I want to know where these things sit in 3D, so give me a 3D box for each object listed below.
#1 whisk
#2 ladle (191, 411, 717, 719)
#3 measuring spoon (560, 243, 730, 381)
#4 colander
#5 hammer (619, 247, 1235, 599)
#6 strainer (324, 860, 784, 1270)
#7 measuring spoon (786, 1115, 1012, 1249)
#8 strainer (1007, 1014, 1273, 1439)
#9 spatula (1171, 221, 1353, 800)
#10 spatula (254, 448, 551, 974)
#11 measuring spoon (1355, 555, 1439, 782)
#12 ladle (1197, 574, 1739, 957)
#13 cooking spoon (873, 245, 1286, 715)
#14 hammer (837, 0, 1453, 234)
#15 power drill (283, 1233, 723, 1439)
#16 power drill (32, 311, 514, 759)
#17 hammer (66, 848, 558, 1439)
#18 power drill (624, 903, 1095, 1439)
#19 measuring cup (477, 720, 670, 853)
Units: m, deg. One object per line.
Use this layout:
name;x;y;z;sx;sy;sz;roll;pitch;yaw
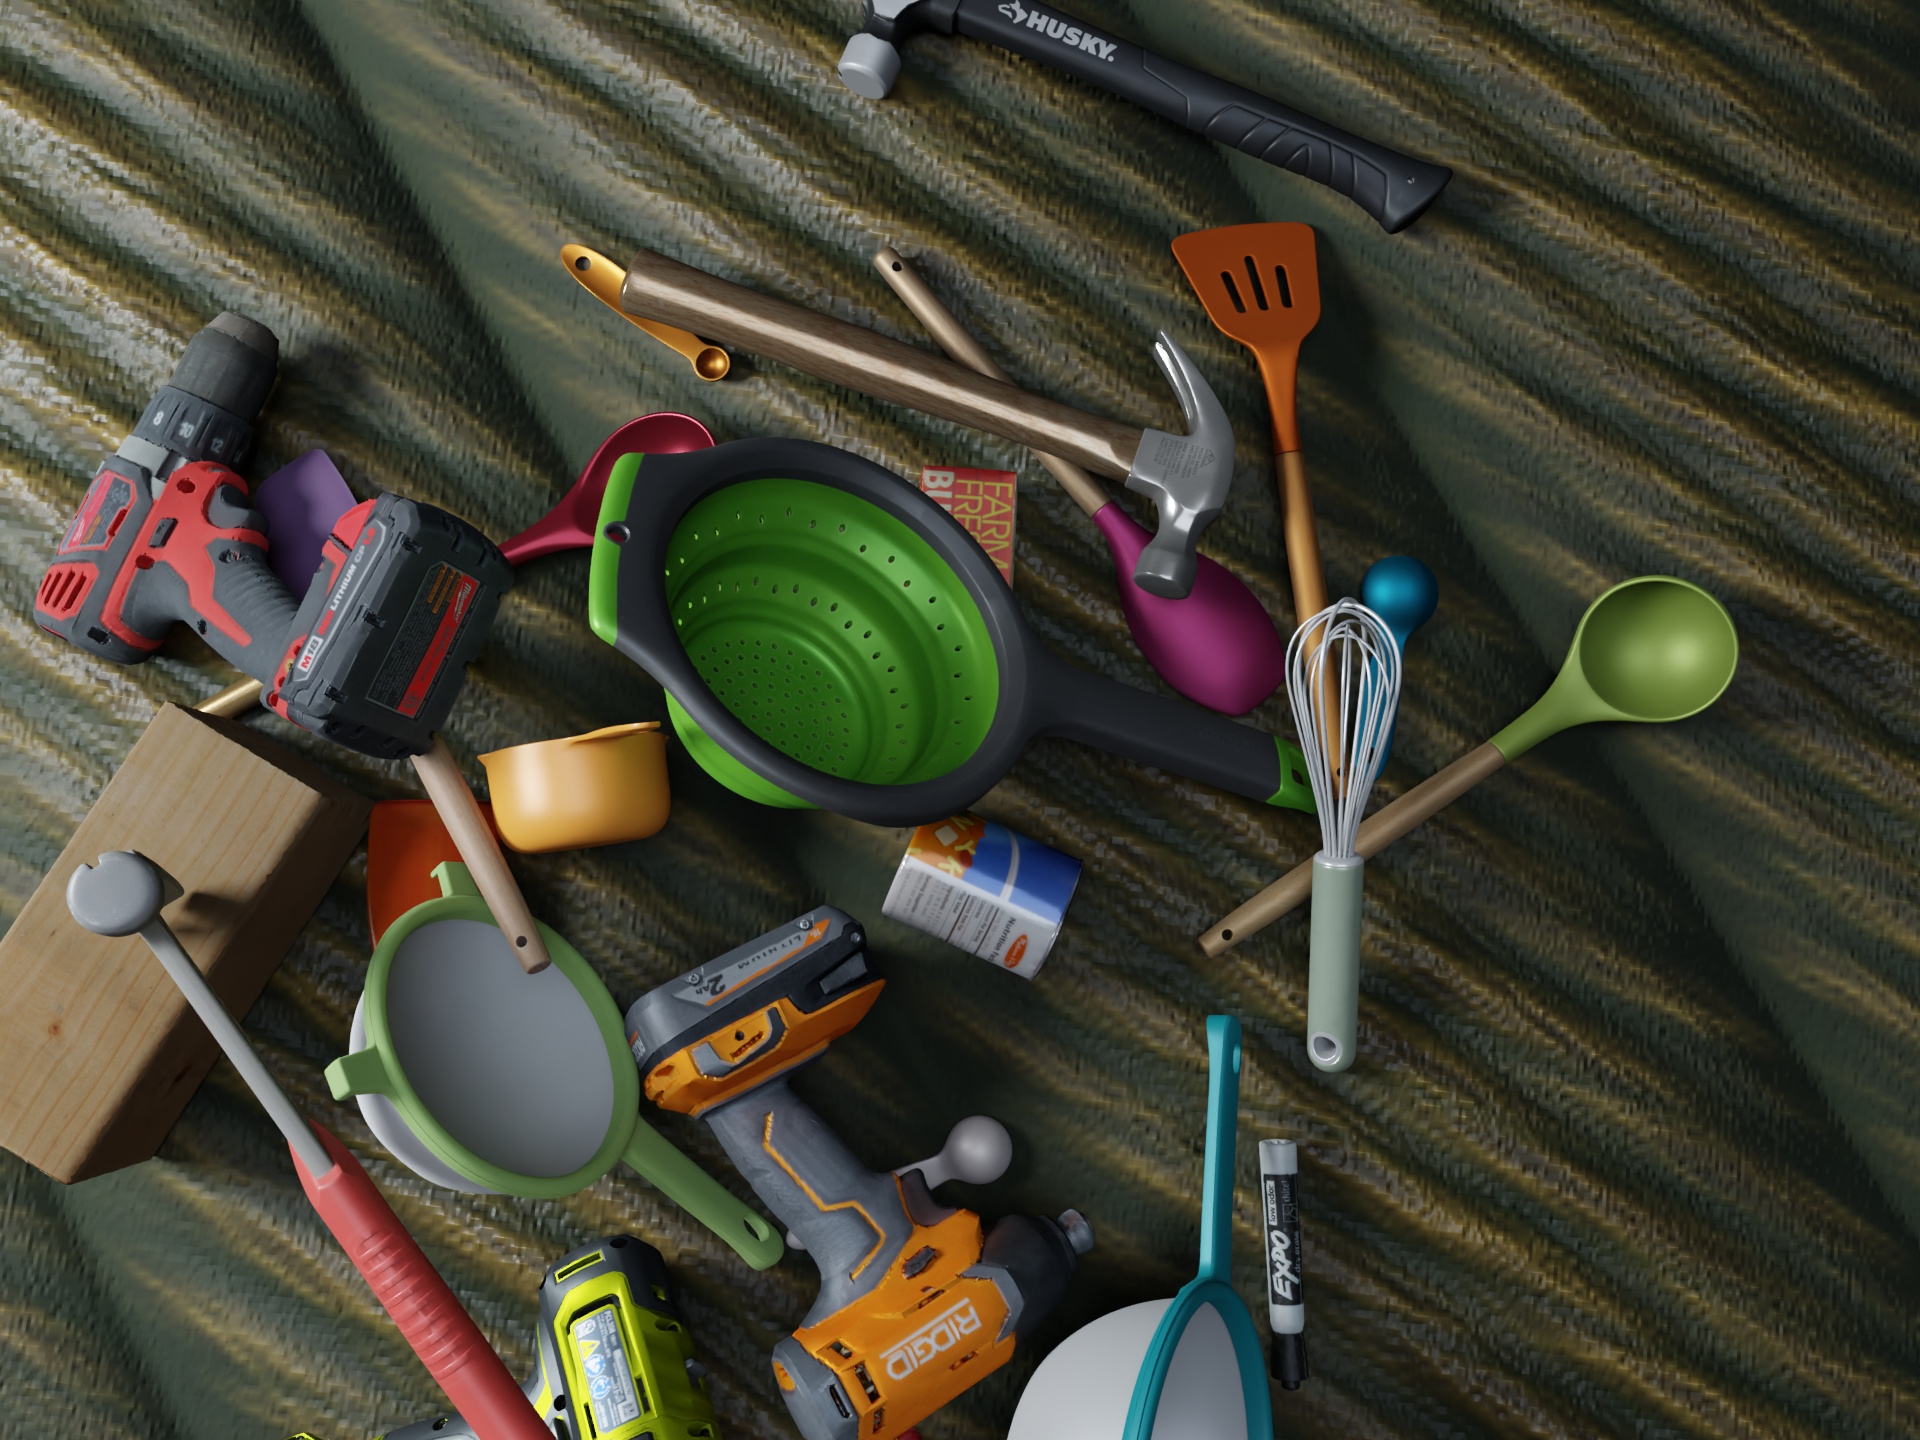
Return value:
whisk;0.188;0.061;0.791;0.058;0.059;0.246;8;107;34
ladle;-0.266;-0.069;0.829;0.315;0.031;0.069;-29;75;-4
measuring spoon;-0.171;-0.221;0.862;0.117;0.011;0.021;38;83;6
colander;-0.001;-0.002;0.782;0.396;0.094;0.205;18;50;-23
hammer;-0.016;-0.178;0.828;0.331;0.031;0.130;20;78;1
strainer;-0.193;0.196;0.757;0.069;0.152;0.256;-34;114;21
measuring spoon;-0.031;0.237;0.802;0.124;0.018;0.034;-25;85;-5
strainer;0.080;0.304;0.748;0.095;0.210;0.341;-5;60;25
spatula;0.178;-0.117;0.856;0.081;0.041;0.322;-8;87;-4
spatula;-0.278;-0.008;0.789;0.060;0.018;0.316;-34;70;1
measuring spoon;0.228;-0.029;0.839;0.042;0.021;0.129;14;76;-2
ladle;0.259;0.030;0.823;0.320;0.062;0.078;-33;83;-3
cooking spoon;0.059;-0.133;0.854;0.069;0.017;0.319;-40;86;-9
hammer;0.112;-0.356;0.877;0.335;0.035;0.146;23;83;1
power drill;-0.213;0.367;0.717;0.228;0.080;0.191;-26;53;-3
power drill;-0.334;-0.094;0.779;0.227;0.080;0.188;21;82;23
hammer;-0.246;0.209;0.658;0.037;0.149;0.359;-36;92;-23
power drill;-0.045;0.208;0.756;0.164;0.084;0.226;-24;78;-25
measuring cup;-0.168;0.032;0.750;0.095;0.173;0.052;-6;87;-27
